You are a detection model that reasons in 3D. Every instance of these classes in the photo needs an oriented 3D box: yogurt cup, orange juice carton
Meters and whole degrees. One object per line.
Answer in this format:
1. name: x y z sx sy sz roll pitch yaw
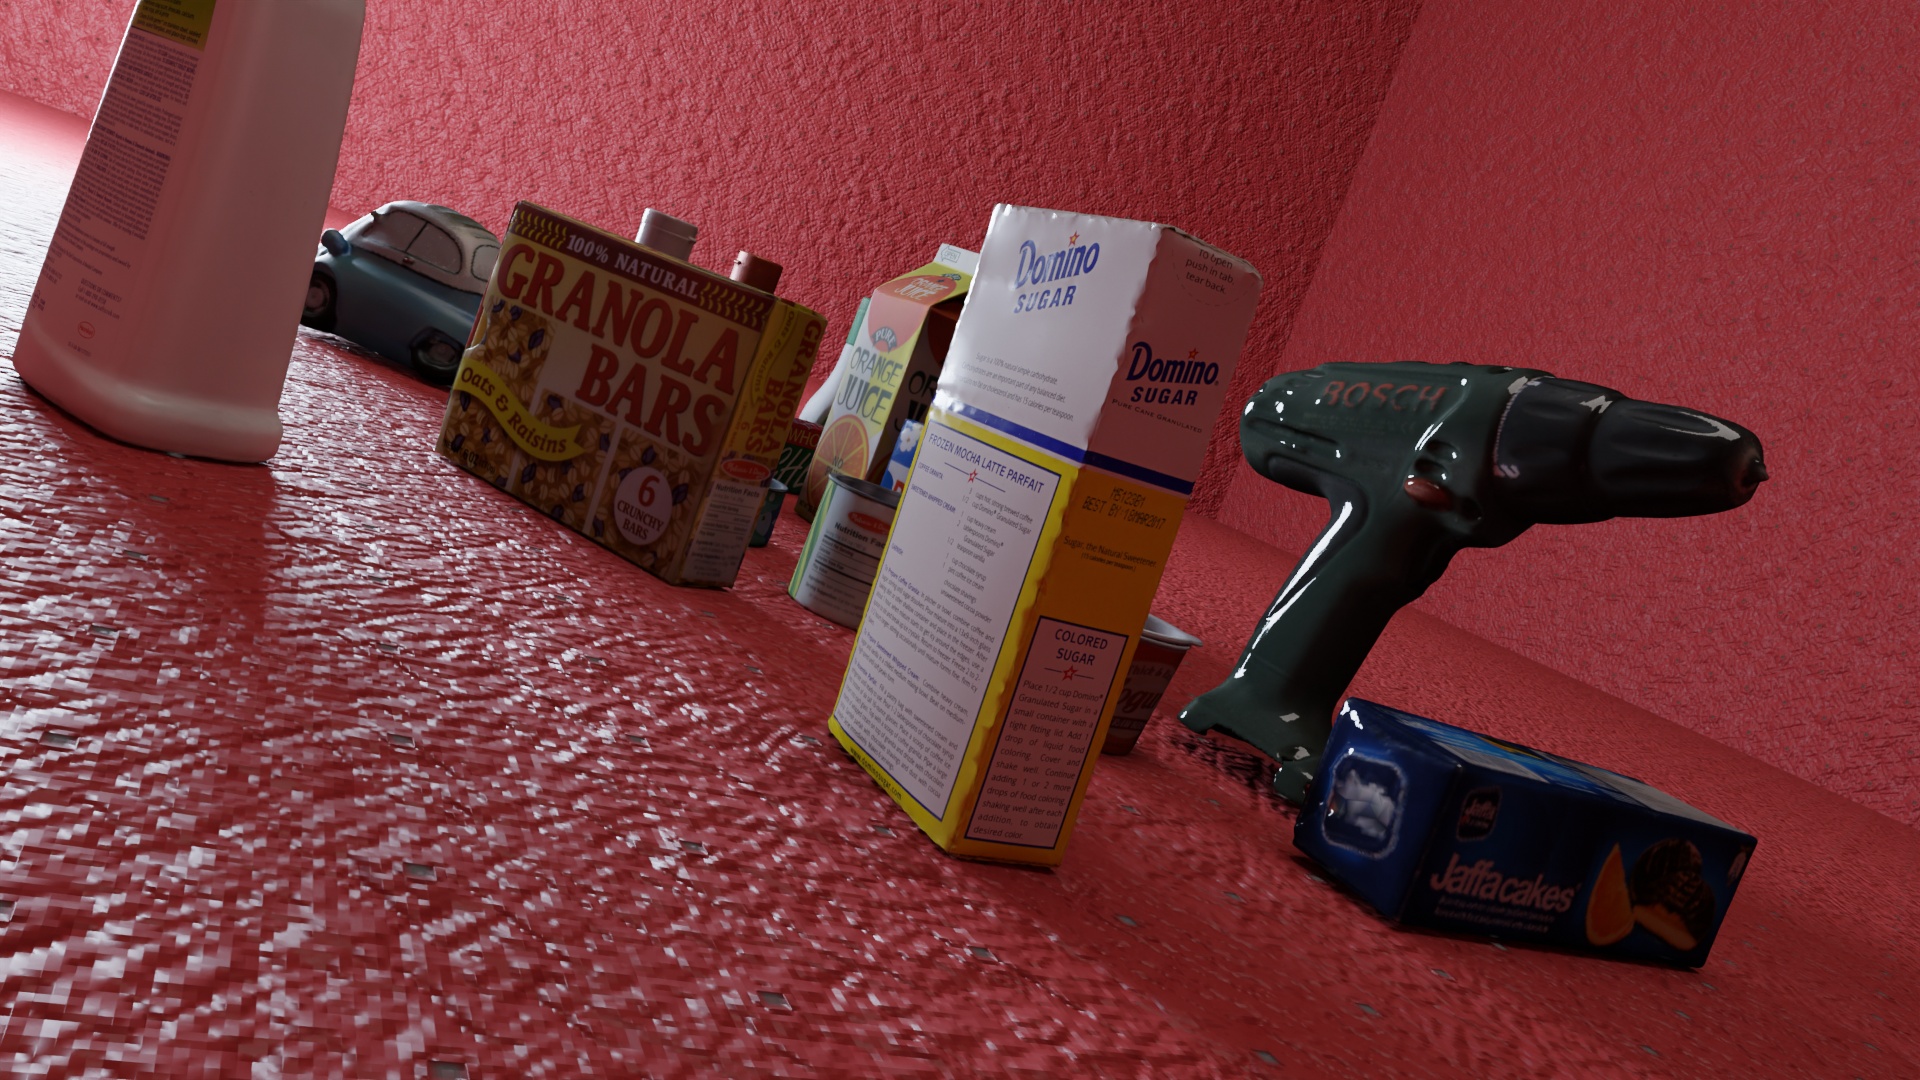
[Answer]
1. yogurt cup: 0.054 0.053 0.571 0.072 0.054 0.072 21 6 -2
2. orange juice carton: -0.027 -0.089 0.862 0.073 0.192 0.072 17 7 -35

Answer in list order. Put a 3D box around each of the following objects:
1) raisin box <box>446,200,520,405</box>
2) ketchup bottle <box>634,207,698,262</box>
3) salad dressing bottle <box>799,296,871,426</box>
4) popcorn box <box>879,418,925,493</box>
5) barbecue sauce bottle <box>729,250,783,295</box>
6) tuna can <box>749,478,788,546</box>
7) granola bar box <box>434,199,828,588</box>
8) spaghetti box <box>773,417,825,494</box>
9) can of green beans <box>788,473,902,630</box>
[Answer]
1. raisin box: -0.226 -0.116 0.774 0.086 0.123 0.040 24 7 28
2. ketchup bottle: -0.215 -0.144 0.923 0.043 0.148 0.065 22 6 8
3. salad dressing bottle: -0.083 -0.109 1.049 0.064 0.147 0.044 16 8 -40
4. popcorn box: 0.003 -0.010 0.781 0.038 0.085 0.127 16 8 -42
5. barbecue sauce bottle: -0.182 -0.153 1.098 0.044 0.148 0.065 17 7 -31
6. tuna can: -0.126 -0.024 0.724 0.071 0.032 0.071 21 6 -2
7. granola bar box: -0.149 -0.067 0.606 0.166 0.124 0.039 25 7 30
8. spaghetti box: -0.100 -0.056 0.992 0.029 0.050 0.250 25 8 35
9. can of green beans: -0.038 0.008 0.632 0.071 0.057 0.071 21 6 -2
